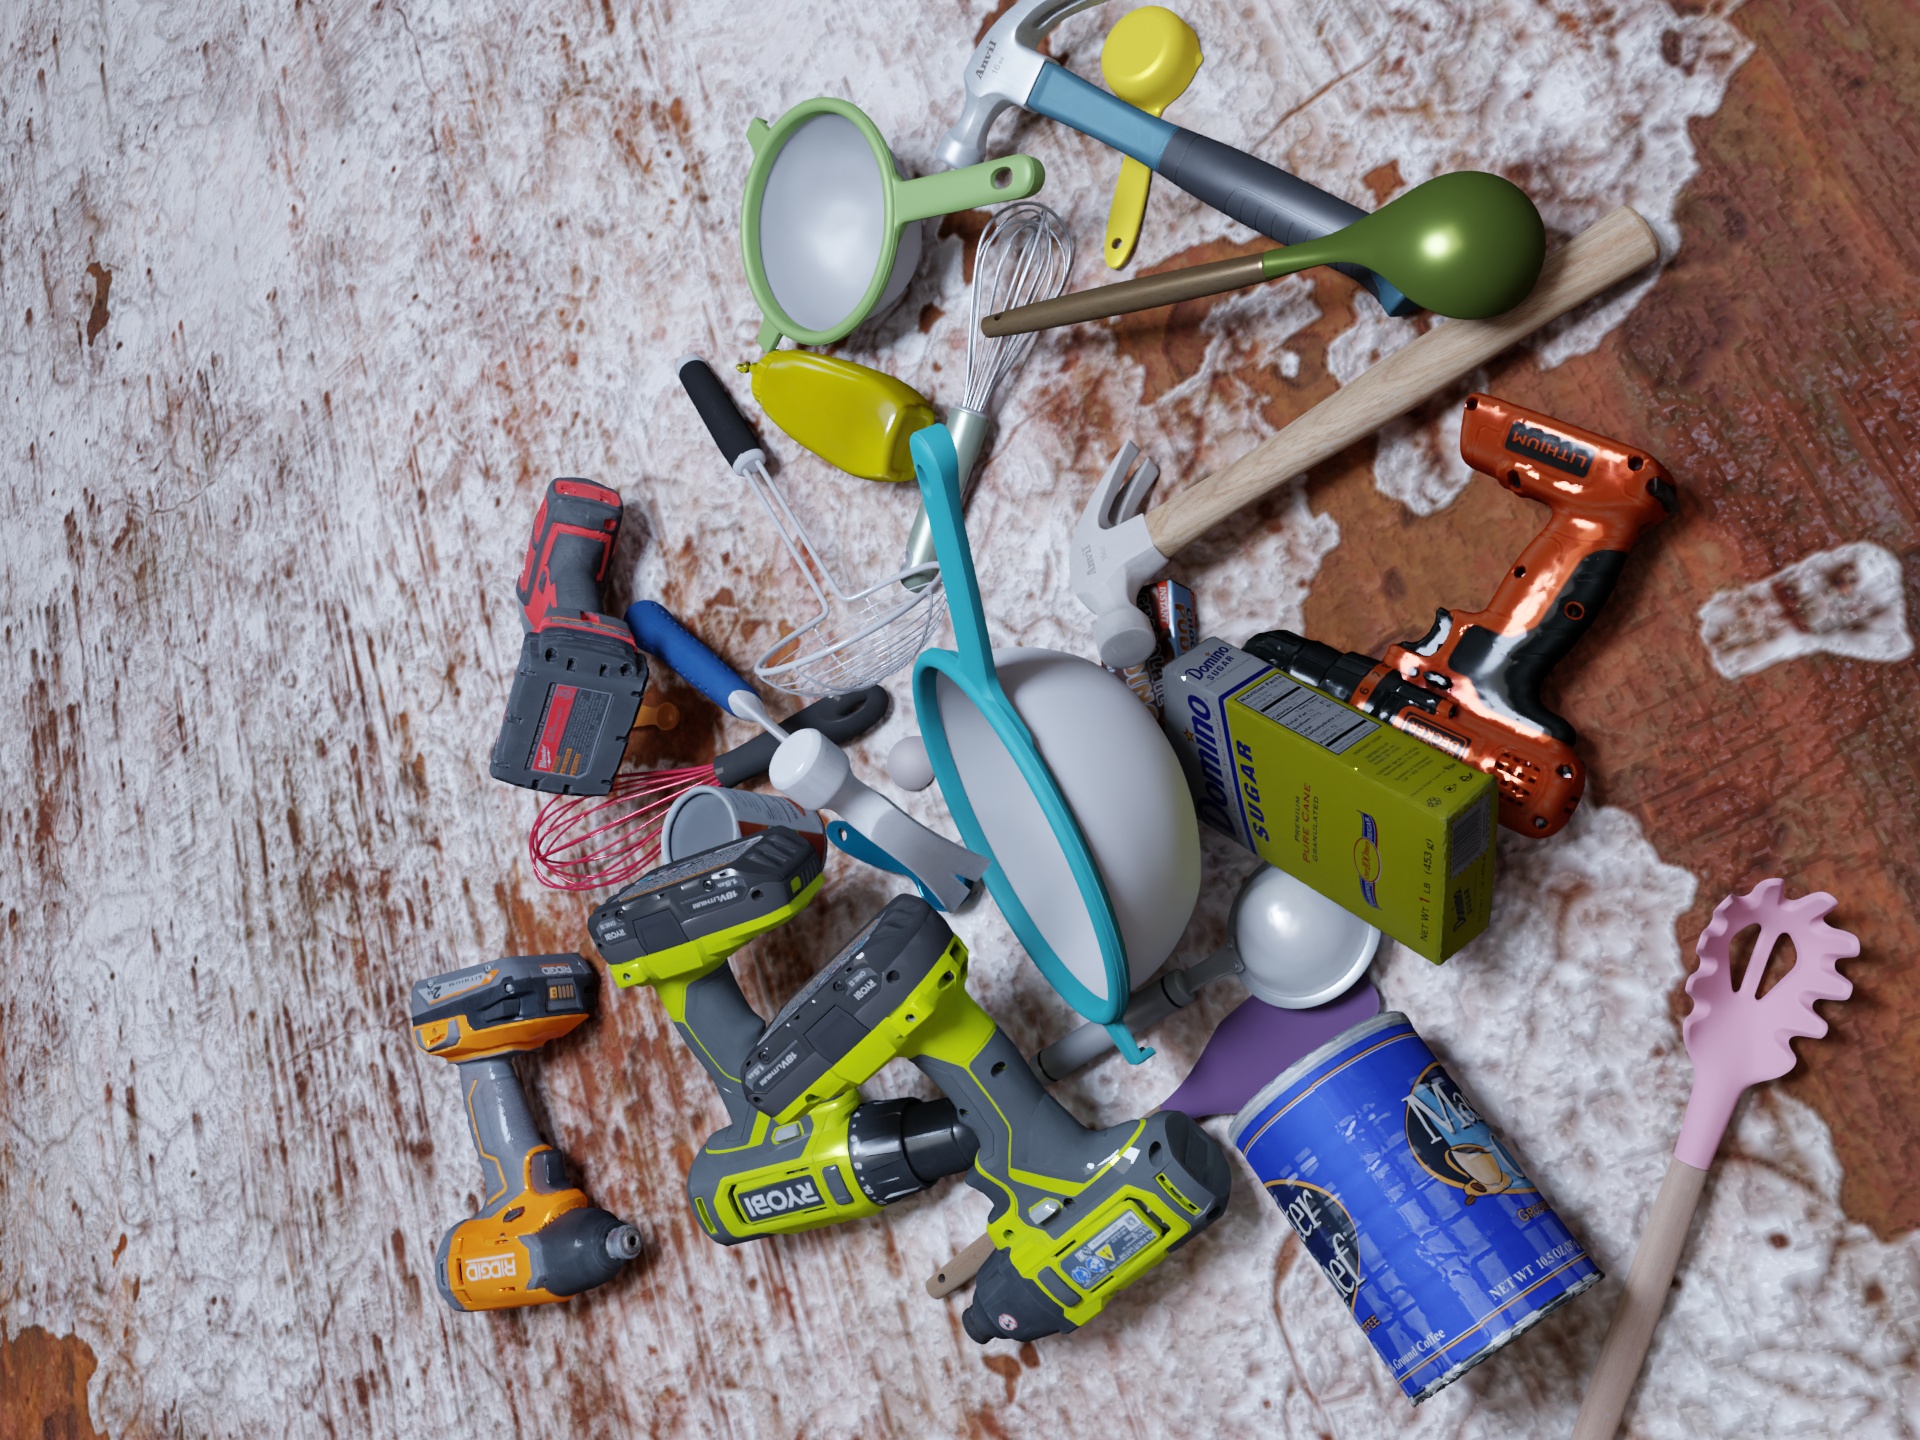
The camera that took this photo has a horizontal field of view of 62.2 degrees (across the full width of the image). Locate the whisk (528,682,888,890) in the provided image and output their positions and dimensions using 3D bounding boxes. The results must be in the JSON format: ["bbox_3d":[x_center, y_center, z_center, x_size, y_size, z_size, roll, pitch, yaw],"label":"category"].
[{"bbox_3d":[-0.170,0.042,1.046,0.296,0.073,0.073,-25,68,22],"label":"whisk"}]

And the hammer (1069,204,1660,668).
[{"bbox_3d":[0.197,-0.157,0.823,0.331,0.031,0.130,-32,43,20],"label":"hammer"}]

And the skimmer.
[{"bbox_3d":[-0.120,-0.146,1.003,0.127,0.090,0.364,-30,54,-4],"label":"skimmer"}]

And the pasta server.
[{"bbox_3d":[0.309,0.219,0.691,0.060,0.040,0.316,19,94,18],"label":"pasta server"}]

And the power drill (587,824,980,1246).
[{"bbox_3d":[-0.098,0.184,0.914,0.190,0.080,0.228,-20,99,22],"label":"power drill"}]

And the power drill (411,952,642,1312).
[{"bbox_3d":[-0.289,0.276,1.073,0.164,0.084,0.227,-17,76,30],"label":"power drill"}]

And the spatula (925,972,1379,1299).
[{"bbox_3d":[0.094,0.227,0.850,0.316,0.018,0.060,-42,55,21],"label":"spatula"}]

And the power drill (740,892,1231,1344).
[{"bbox_3d":[0.003,0.214,0.820,0.223,0.080,0.171,44,112,-2],"label":"power drill"}]

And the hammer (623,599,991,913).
[{"bbox_3d":[-0.119,-0.001,0.939,0.035,0.144,0.406,-52,33,-3],"label":"hammer"}]

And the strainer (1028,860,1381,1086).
[{"bbox_3d":[0.121,0.138,0.837,0.258,0.050,0.087,-37,47,27],"label":"strainer"}]

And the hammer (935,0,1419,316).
[{"bbox_3d":[0.129,-0.313,0.894,0.331,0.033,0.128,38,113,27],"label":"hammer"}]

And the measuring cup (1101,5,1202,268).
[{"bbox_3d":[0.101,-0.347,0.941,0.062,0.029,0.156,9,86,36],"label":"measuring cup"}]

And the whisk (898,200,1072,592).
[{"bbox_3d":[0.010,-0.195,0.972,0.058,0.059,0.246,-138,66,-71],"label":"whisk"}]

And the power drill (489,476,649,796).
[{"bbox_3d":[-0.268,-0.055,1.077,0.220,0.078,0.143,-108,36,-50],"label":"power drill"}]

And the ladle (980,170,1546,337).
[{"bbox_3d":[0.145,-0.227,0.843,0.320,0.062,0.078,-1,61,40],"label":"ladle"}]

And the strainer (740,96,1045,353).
[{"bbox_3d":[-0.033,-0.315,0.989,0.256,0.069,0.151,4,100,43],"label":"strainer"}]

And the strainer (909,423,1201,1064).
[{"bbox_3d":[0.050,-0.006,0.781,0.095,0.340,0.211,-25,39,-13],"label":"strainer"}]

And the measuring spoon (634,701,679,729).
[{"bbox_3d":[-0.239,-0.003,1.130,0.117,0.011,0.021,0,83,38],"label":"measuring spoon"}]

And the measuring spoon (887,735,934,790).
[{"bbox_3d":[-0.002,-0.003,0.958,0.124,0.018,0.034,-42,61,20],"label":"measuring spoon"}]

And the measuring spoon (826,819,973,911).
[{"bbox_3d":[-0.035,0.082,0.971,0.129,0.021,0.042,18,106,44],"label":"measuring spoon"}]
